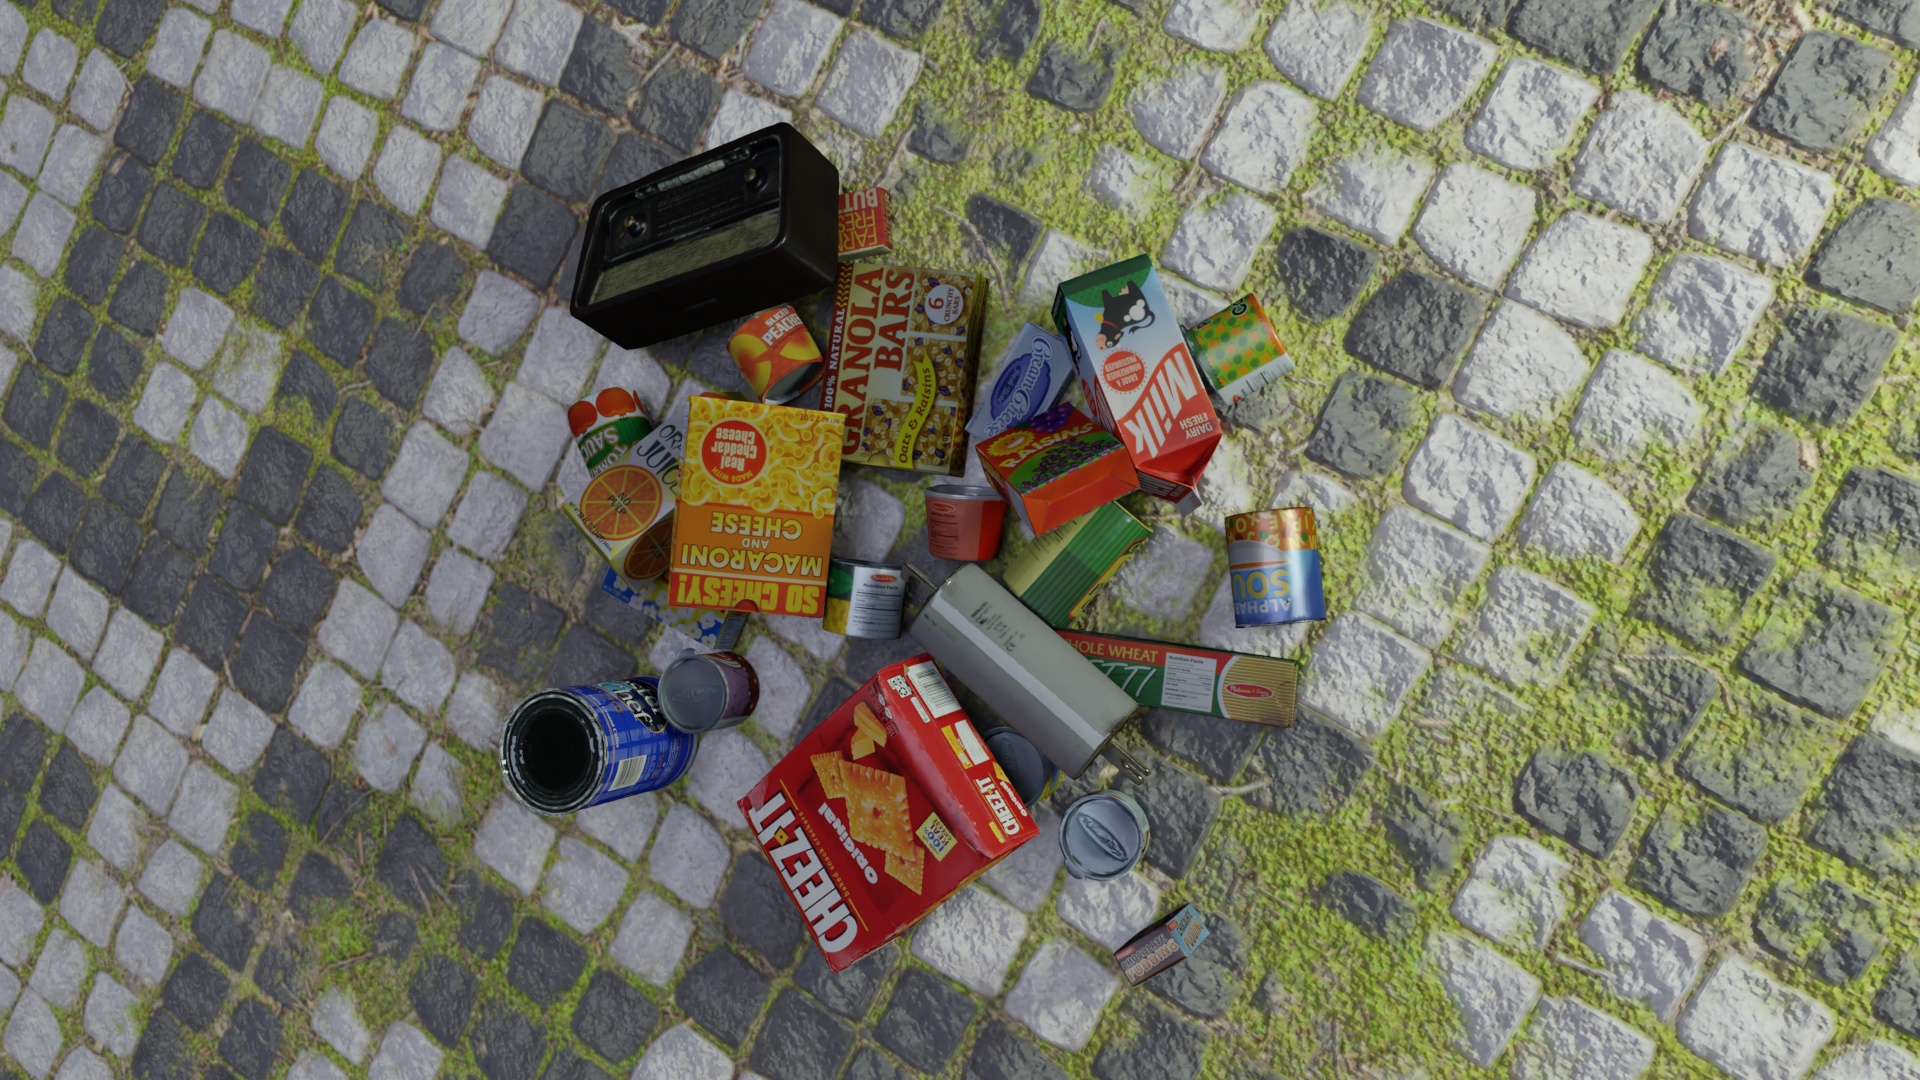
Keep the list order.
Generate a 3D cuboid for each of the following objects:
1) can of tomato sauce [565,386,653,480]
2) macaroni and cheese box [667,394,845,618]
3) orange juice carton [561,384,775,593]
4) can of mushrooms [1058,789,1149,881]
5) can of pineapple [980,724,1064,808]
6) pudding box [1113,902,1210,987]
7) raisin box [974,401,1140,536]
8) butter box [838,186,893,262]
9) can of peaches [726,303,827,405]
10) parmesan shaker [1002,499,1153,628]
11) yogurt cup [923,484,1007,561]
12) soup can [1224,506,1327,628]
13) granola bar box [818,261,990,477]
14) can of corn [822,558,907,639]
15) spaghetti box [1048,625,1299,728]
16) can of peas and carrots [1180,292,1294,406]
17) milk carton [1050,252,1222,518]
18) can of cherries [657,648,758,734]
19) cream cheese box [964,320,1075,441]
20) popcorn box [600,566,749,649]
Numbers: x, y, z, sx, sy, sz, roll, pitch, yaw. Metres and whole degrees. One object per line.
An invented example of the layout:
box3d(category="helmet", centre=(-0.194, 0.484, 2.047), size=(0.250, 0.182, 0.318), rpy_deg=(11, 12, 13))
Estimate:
box3d(category="can of tomato sauce", centre=(-0.299, -0.083, 1.210), size=(0.071, 0.071, 0.083), rpy_deg=(-29, 79, 17))
box3d(category="macaroni and cheese box", centre=(-0.163, -0.026, 1.104), size=(0.124, 0.040, 0.166), rpy_deg=(6, 93, -15))
box3d(category="orange juice carton", centre=(-0.226, -0.052, 1.159), size=(0.193, 0.072, 0.072), rpy_deg=(-41, 67, -12))
box3d(category="can of mushrooms", centre=(0.110, 0.229, 1.073), size=(0.071, 0.033, 0.071), rpy_deg=(0, 88, 19))
box3d(category="can of pineapple", centre=(0.046, 0.176, 1.084), size=(0.071, 0.058, 0.071), rpy_deg=(0, 89, 20))
box3d(category="pudding box", centre=(0.150, 0.300, 1.030), size=(0.049, 0.084, 0.030), rpy_deg=(-36, 75, 16))
box3d(category="raisin box", centre=(0.070, -0.056, 1.040), size=(0.086, 0.124, 0.040), rpy_deg=(-26, 116, -5))
box3d(category="butter box", centre=(-0.108, -0.262, 1.173), size=(0.103, 0.024, 0.053), rpy_deg=(-7, 86, 20))
box3d(category="can of peaches", centre=(-0.152, -0.155, 1.161), size=(0.071, 0.071, 0.058), rpy_deg=(-36, 78, 15))
box3d(category="parmesan shaker", centre=(0.089, 0.009, 1.069), size=(0.071, 0.071, 0.103), rpy_deg=(43, 99, 16))
box3d(category="yogurt cup", centre=(0.004, -0.014, 1.104), size=(0.072, 0.072, 0.054), rpy_deg=(6, 99, 20))
box3d(category="soup can", centre=(0.228, 0.021, 1.018), size=(0.071, 0.071, 0.084), rpy_deg=(-7, 85, 19))
box3d(category="granola bar box", centre=(-0.049, -0.141, 1.140), size=(0.124, 0.039, 0.165), rpy_deg=(8, 91, 20))
box3d(category="can of corn", centre=(-0.078, 0.047, 1.131), size=(0.071, 0.071, 0.058), rpy_deg=(8, 92, 20))
box3d(category="spaghetti box", centre=(0.133, 0.100, 1.071), size=(0.250, 0.029, 0.050), rpy_deg=(7, 91, 20))
box3d(category="can of peas and carrots", centre=(0.207, -0.144, 1.034), size=(0.058, 0.071, 0.071), rpy_deg=(-29, 79, 16))
box3d(category="milk carton", centre=(0.138, -0.109, 1.043), size=(0.073, 0.072, 0.190), rpy_deg=(-20, 83, -5))
box3d(category="can of cherries", centre=(-0.213, 0.126, 1.179), size=(0.071, 0.058, 0.071), rpy_deg=(-1, 88, 21))
box3d(category="cream cheese box", centre=(0.052, -0.118, 1.110), size=(0.053, 0.024, 0.103), rpy_deg=(32, 99, 16))
box3d(category="popcorn box", centre=(-0.239, 0.030, 1.201), size=(0.127, 0.038, 0.085), rpy_deg=(25, 95, 19))
